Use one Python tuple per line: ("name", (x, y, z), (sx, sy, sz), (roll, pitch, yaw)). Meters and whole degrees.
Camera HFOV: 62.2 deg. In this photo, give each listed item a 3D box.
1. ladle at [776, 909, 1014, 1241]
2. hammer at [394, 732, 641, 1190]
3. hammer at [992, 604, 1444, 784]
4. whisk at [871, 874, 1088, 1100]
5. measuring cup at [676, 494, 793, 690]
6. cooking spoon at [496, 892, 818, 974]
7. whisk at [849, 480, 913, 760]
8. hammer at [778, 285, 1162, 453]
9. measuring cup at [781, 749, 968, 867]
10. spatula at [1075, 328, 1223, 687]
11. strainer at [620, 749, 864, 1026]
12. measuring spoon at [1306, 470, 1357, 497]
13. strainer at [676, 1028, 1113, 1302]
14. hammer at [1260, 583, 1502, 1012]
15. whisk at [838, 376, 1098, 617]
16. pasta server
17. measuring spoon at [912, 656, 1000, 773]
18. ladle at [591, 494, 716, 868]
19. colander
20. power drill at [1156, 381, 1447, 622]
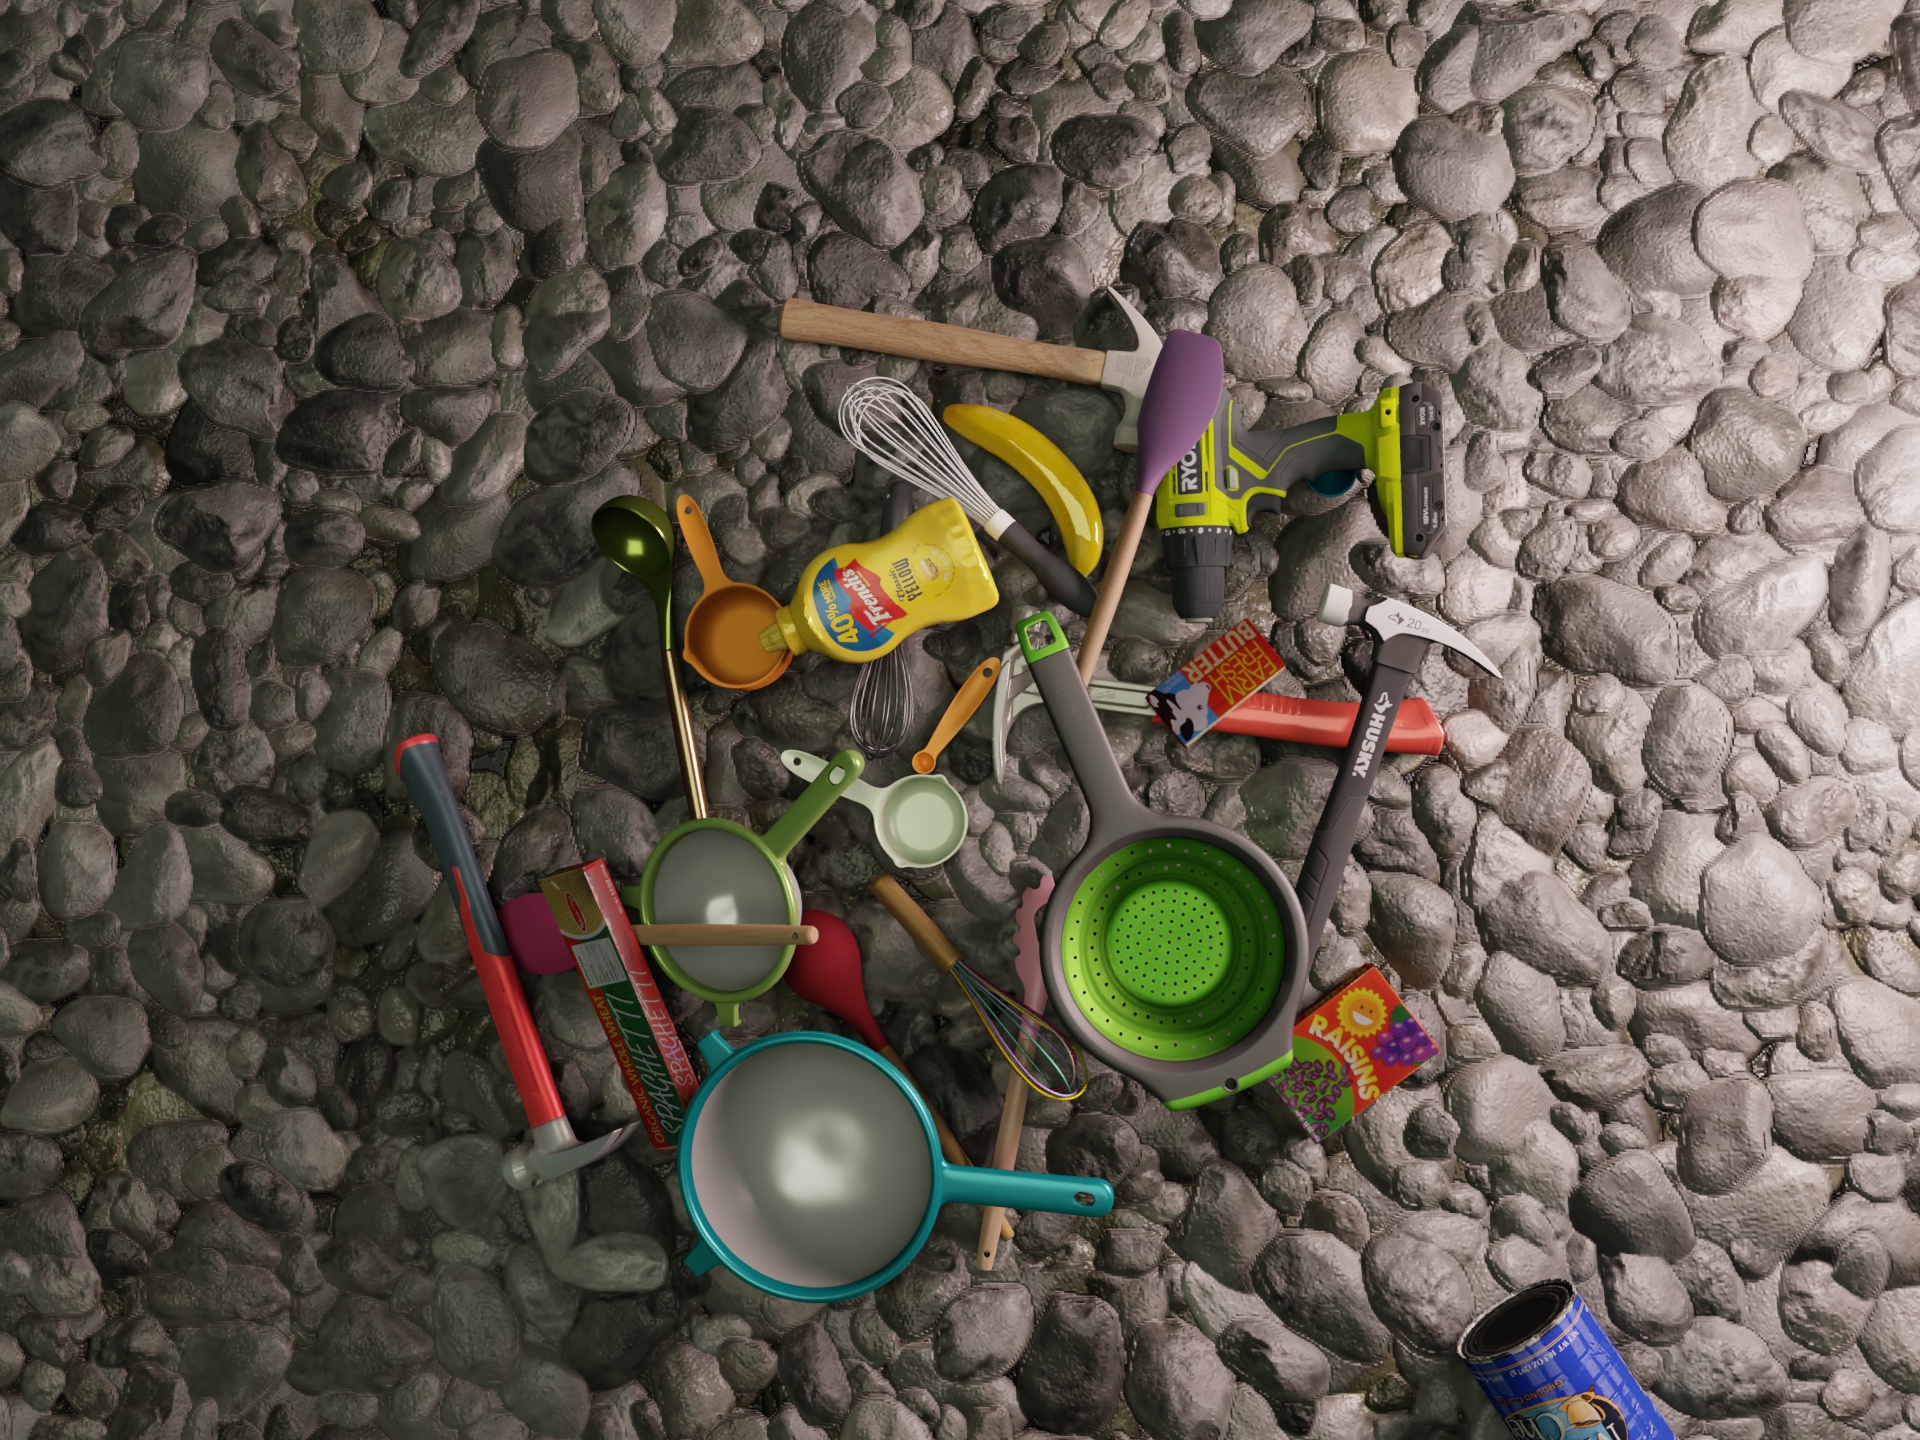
("ladle", (-0.051, 0.291, 1.301), (0.069, 0.031, 0.315), (-35, 84, 3))
("hammer", (-0.380, 0.185, 1.315), (0.143, 0.038, 0.386), (-29, 78, 32))
("hammer", (0.206, 0.000, 1.294), (0.359, 0.036, 0.149), (8, 86, 7))
("whisk", (0.013, 0.210, 1.270), (0.047, 0.051, 0.245), (-41, 64, -9))
("measuring cup", (-0.198, -0.106, 1.337), (0.095, 0.052, 0.174), (-23, 81, 3))
("cooking spoon", (-0.255, 0.173, 1.286), (0.319, 0.017, 0.069), (-4, 89, 25))
("whisk", (-0.060, -0.084, 1.324), (0.055, 0.055, 0.239), (4, 82, 6))
("hammer", (0.009, -0.317, 1.343), (0.331, 0.031, 0.130), (11, 87, 7))
("measuring cup", (-0.071, 0.064, 1.317), (0.167, 0.038, 0.083), (25, 88, 9))
("spatula", (0.140, -0.156, 1.268), (0.060, 0.018, 0.316), (21, 96, 17))
("strainer", (-0.150, 0.113, 1.281), (0.151, 0.069, 0.256), (47, 110, 14))
("measuring spoon", (0.266, -0.218, 1.320), (0.129, 0.021, 0.042), (21, 96, 16))
("strainer", (-0.048, 0.347, 1.256), (0.340, 0.095, 0.211), (4, 92, 8))
("hammer", (0.307, 0.072, 1.251), (0.146, 0.035, 0.335), (17, 97, 4))
("whisk", (0.009, -0.182, 1.309), (0.284, 0.070, 0.070), (42, 90, 7))
("pasta server", (0.050, 0.283, 1.283), (0.060, 0.040, 0.316), (11, 87, 7))
("measuring spoon", (-0.002, -0.004, 1.330), (0.021, 0.011, 0.117), (35, 86, 7))
("ladle", (-0.249, -0.032, 1.334), (0.078, 0.062, 0.320), (-13, 87, 42))
("colander", (0.135, 0.102, 1.262), (0.204, 0.094, 0.397), (-23, 83, 3))
("power drill", (0.268, -0.177, 1.269), (0.228, 0.080, 0.190), (-2, 90, 18))
